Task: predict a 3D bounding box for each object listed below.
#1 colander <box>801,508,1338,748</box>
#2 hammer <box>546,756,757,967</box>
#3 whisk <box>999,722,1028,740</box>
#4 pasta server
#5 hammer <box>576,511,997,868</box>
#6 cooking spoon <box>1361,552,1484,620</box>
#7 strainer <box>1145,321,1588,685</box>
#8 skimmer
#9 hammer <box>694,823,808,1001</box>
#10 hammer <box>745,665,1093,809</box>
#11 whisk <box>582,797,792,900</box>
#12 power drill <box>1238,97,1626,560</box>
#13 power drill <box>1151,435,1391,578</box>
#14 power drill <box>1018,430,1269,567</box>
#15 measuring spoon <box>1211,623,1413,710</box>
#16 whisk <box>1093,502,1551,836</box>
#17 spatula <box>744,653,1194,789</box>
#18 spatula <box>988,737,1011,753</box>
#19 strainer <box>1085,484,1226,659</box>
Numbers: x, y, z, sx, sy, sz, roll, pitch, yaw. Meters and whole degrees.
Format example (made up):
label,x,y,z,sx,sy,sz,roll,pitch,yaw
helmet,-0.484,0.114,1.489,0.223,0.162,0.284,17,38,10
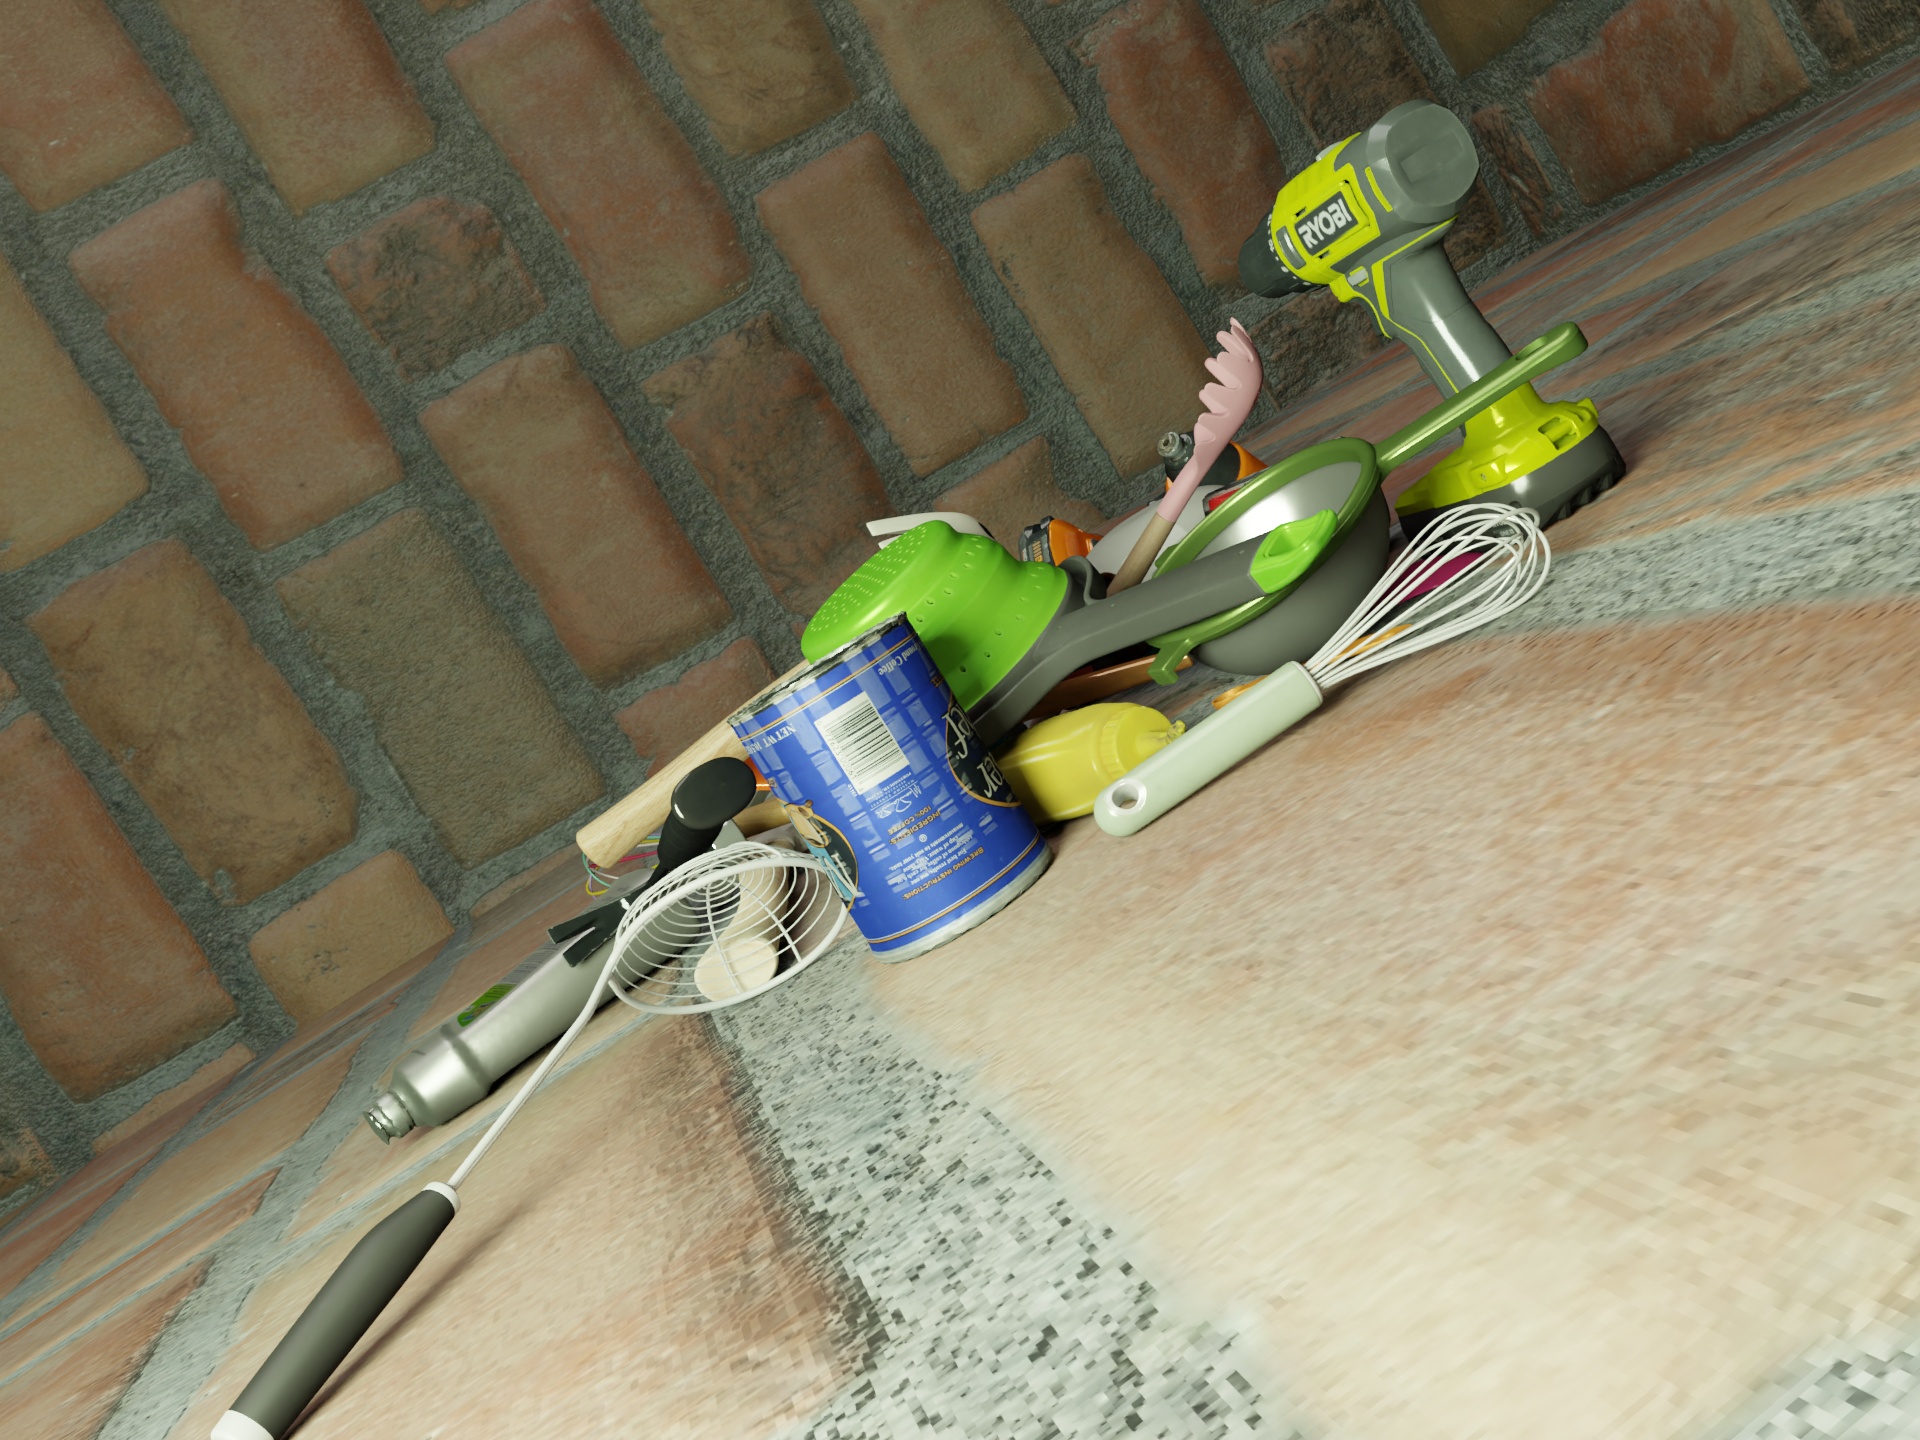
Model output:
label,x,y,z,sx,sy,sz,roll,pitch,yaw
colander,0.025,-0.065,0.846,0.397,0.094,0.204,-20,27,52
hammer,-0.169,0.078,0.926,0.149,0.036,0.409,-34,-2,-19
whisk,-0.004,-0.002,1.224,0.055,0.055,0.239,-33,20,-16
pasta server,0.117,-0.117,1.057,0.316,0.040,0.060,-61,6,28
hammer,-0.109,-0.017,1.019,0.331,0.031,0.129,-38,-36,2
cooking spoon,0.201,-0.065,0.966,0.069,0.017,0.319,-32,6,-21
strainer,0.209,-0.100,0.803,0.256,0.069,0.152,-34,19,24
skimmer,-0.172,0.183,0.719,0.363,0.090,0.127,-54,-10,-46
hammer,-0.125,0.112,1.073,0.146,0.038,0.411,-30,7,-2
hammer,-0.041,0.001,1.172,0.359,0.036,0.149,-14,36,49
whisk,-0.215,0.094,1.247,0.245,0.051,0.047,-20,5,36
power drill,0.248,-0.207,0.881,0.080,0.228,0.190,-33,6,-14
power drill,0.193,-0.112,0.991,0.143,0.078,0.220,-22,7,22
power drill,0.159,-0.167,1.364,0.226,0.084,0.164,-28,-35,34
measuring spoon,0.181,-0.025,0.817,0.117,0.011,0.021,-23,9,35
whisk,0.165,-0.022,0.729,0.246,0.058,0.059,-34,-28,0
spatula,-0.002,-0.003,1.045,0.322,0.041,0.081,-17,26,24
spatula,-0.005,0.031,1.093,0.082,0.044,0.317,-23,5,0
strainer,0.111,-0.093,1.256,0.340,0.095,0.211,-28,7,17
